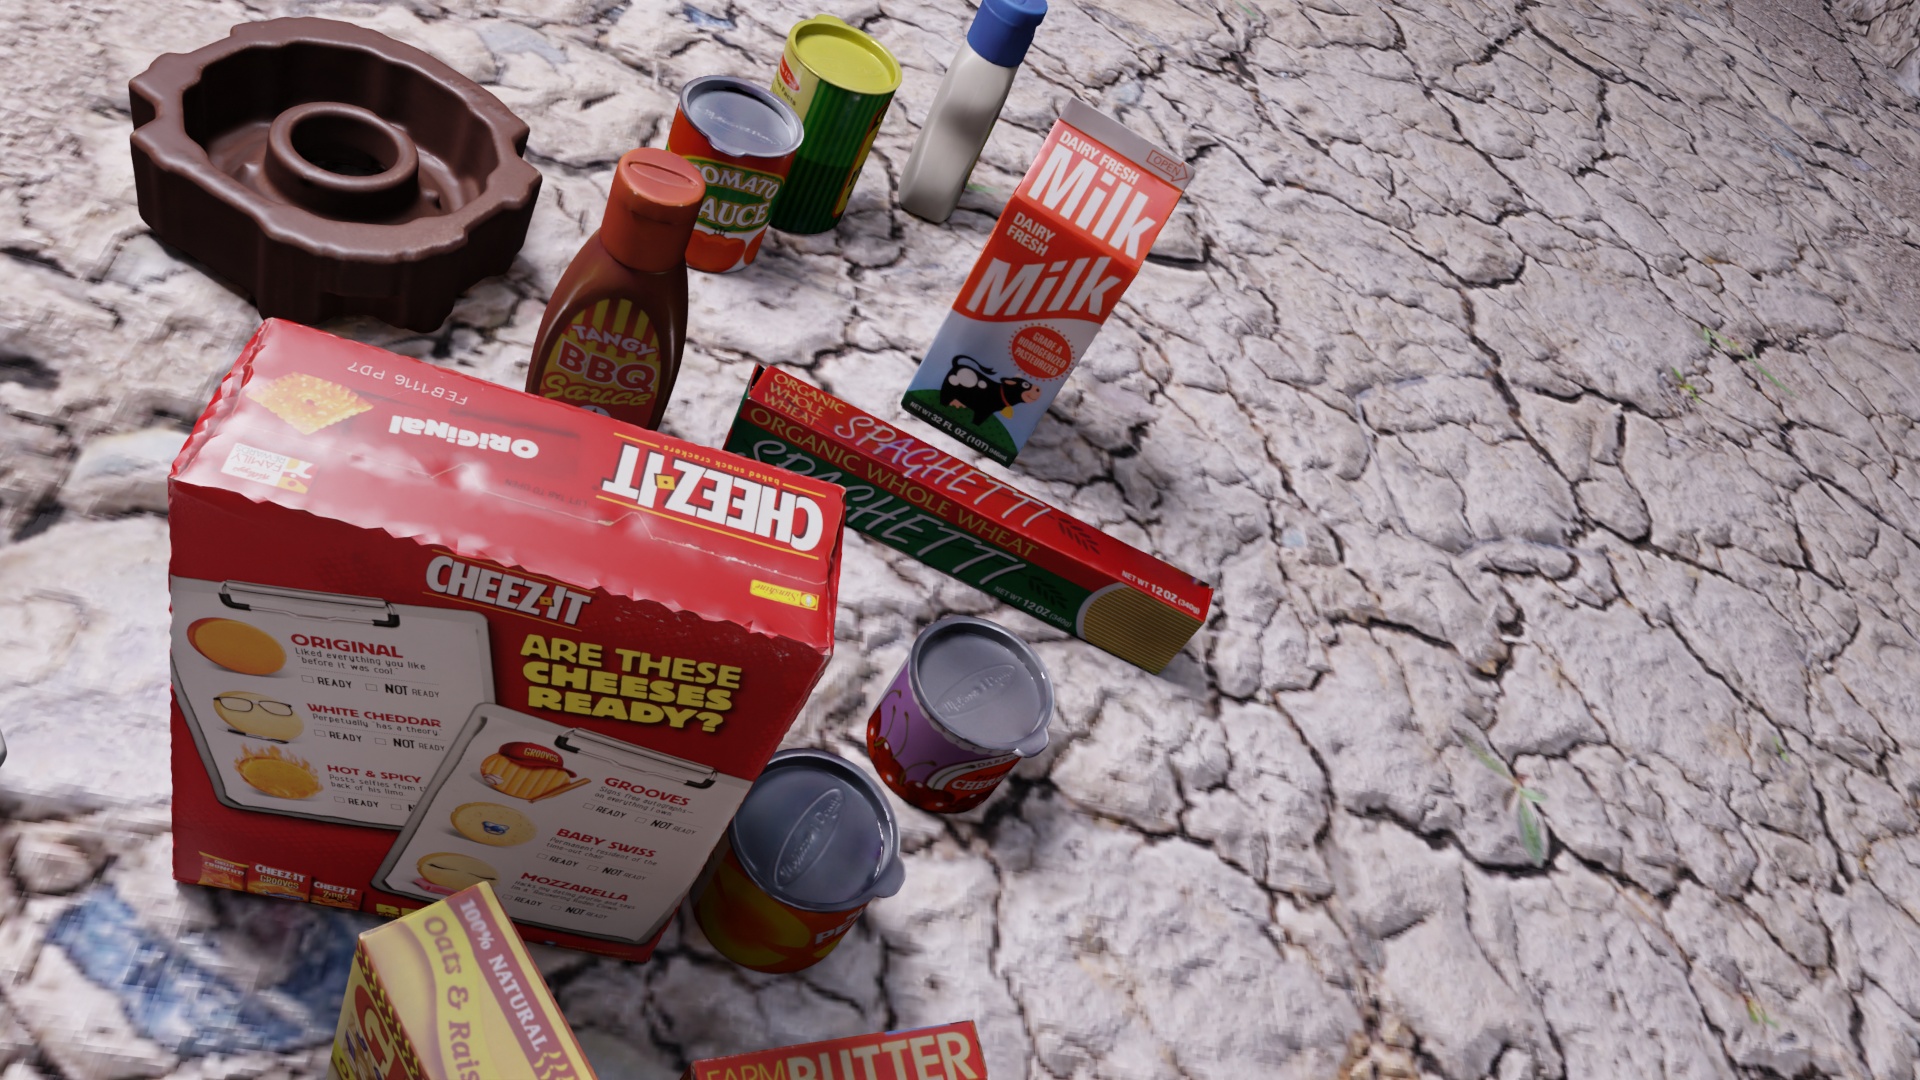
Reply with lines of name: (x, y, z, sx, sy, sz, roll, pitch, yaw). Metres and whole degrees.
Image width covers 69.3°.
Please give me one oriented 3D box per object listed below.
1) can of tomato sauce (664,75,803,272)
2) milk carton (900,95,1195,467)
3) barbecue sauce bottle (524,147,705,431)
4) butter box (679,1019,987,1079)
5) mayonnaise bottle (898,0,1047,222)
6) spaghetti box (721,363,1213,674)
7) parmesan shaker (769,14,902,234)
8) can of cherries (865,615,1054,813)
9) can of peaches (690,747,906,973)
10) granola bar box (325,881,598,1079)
can of tomato sauce: (-0.129, -0.196, 0.752, 0.071, 0.082, 0.071, 16, 46, -17)
milk carton: (0.045, -0.135, 0.717, 0.072, 0.189, 0.074, 30, 44, -3)
barbecue sauce bottle: (-0.149, -0.103, 0.612, 0.065, 0.147, 0.044, 15, 46, -17)
butter box: (-0.047, 0.191, 0.476, 0.104, 0.052, 0.024, 2, 51, -28)
mayonnaise bottle: (0.006, -0.267, 0.844, 0.041, 0.147, 0.065, 23, 44, -9)
spaghetti box: (0.002, -0.009, 0.683, 0.250, 0.050, 0.029, 26, 44, -6)
parmesan shaker: (-0.083, -0.238, 0.801, 0.071, 0.102, 0.072, 16, 46, -17)
can of cherries: (0.000, 0.078, 0.599, 0.071, 0.058, 0.072, 16, 46, -17)
can of peaches: (-0.062, 0.123, 0.525, 0.071, 0.057, 0.071, 16, 46, -17)
granola bar box: (-0.119, 0.194, 0.382, 0.039, 0.123, 0.166, -20, 63, -40)
